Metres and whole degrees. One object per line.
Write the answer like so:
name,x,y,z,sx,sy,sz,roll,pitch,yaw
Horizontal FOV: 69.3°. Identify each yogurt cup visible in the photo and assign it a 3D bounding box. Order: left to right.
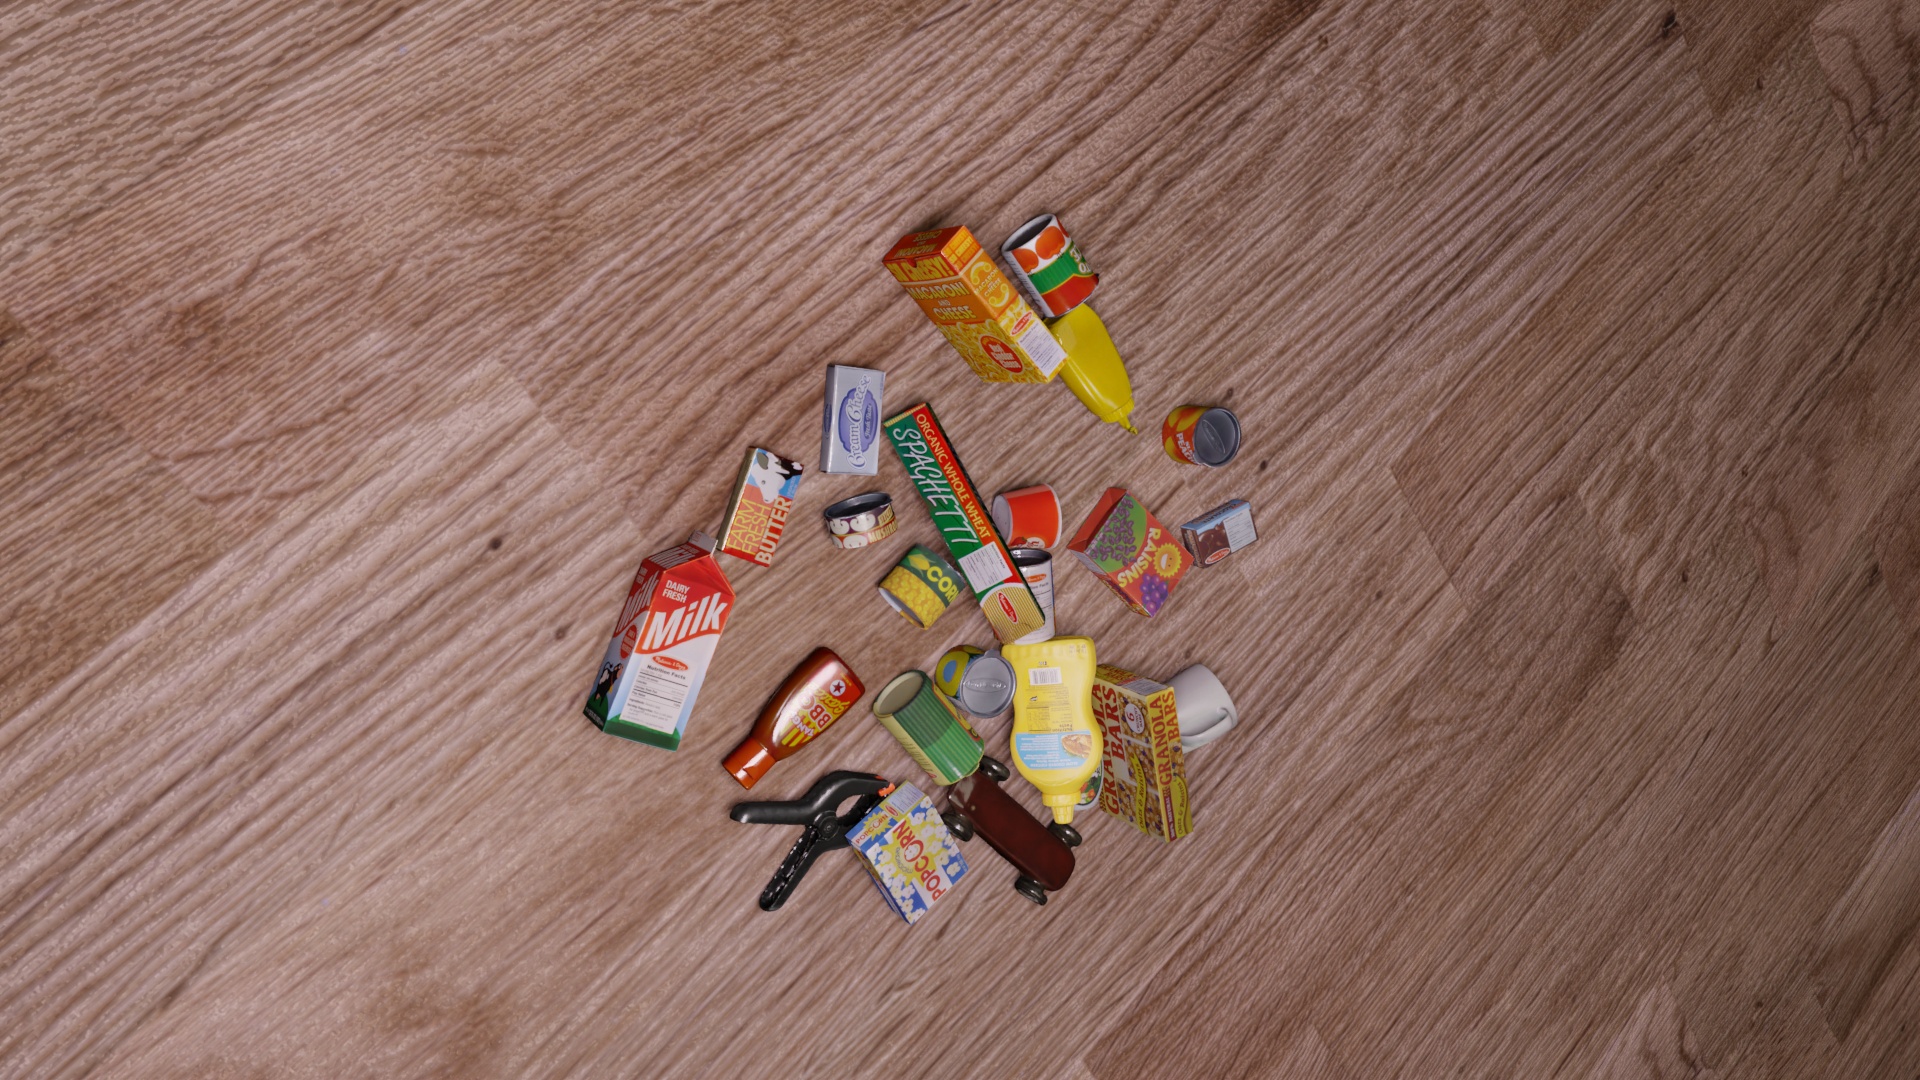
yogurt cup,0.066,-0.023,1.419,0.054,0.072,0.072,-5,99,-20

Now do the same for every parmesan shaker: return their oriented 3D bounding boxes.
parmesan shaker,-0.030,0.187,1.387,0.071,0.071,0.103,-45,115,-16

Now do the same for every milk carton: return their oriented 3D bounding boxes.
milk carton,-0.263,0.083,1.245,0.073,0.072,0.190,22,87,-29

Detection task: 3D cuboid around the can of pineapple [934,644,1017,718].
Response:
can of pineapple,0.016,0.141,1.415,0.071,0.058,0.071,-4,99,-29

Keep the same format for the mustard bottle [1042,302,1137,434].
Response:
mustard bottle,0.141,-0.172,1.449,0.065,0.049,0.159,-42,115,-18

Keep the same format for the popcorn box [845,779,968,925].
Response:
popcorn box,-0.051,0.314,1.393,0.085,0.038,0.126,-40,129,-20

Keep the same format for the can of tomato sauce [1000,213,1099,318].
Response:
can of tomato sauce,0.091,-0.278,1.397,0.071,0.071,0.083,-46,115,-16

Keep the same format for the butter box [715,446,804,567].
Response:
butter box,-0.188,-0.031,1.298,0.053,0.024,0.103,20,86,-29

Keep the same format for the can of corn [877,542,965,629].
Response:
can of corn,-0.037,0.046,1.366,0.058,0.071,0.071,-48,116,-14

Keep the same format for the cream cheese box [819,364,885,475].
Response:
cream cheese box,-0.104,-0.115,1.334,0.053,0.024,0.103,2,95,-29

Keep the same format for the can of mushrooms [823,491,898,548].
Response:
can of mushrooms,-0.093,-0.020,1.327,0.071,0.071,0.033,-23,109,-25

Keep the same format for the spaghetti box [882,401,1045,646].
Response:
spaghetti box,0.005,-0.017,1.362,0.050,0.029,0.249,-28,96,9

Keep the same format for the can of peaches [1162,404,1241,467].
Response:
can of peaches,0.261,-0.113,1.518,0.071,0.058,0.071,-5,100,-29

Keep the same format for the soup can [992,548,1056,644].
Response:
soup can,0.062,0.056,1.425,0.071,0.071,0.083,-12,107,-27

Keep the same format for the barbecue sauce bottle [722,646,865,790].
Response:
barbecue sauce bottle,-0.162,0.173,1.328,0.149,0.043,0.064,-45,116,-16

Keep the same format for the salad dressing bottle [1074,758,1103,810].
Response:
salad dressing bottle,0.122,0.213,1.491,0.064,0.044,0.147,-6,99,-24

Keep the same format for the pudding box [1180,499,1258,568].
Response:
pudding box,0.292,-0.008,1.565,0.084,0.030,0.049,-26,110,-24

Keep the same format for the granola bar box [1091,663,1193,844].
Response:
granola bar box,0.187,0.224,1.482,0.039,0.124,0.165,-16,104,-26

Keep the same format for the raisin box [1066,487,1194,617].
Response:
raisin box,0.185,0.013,1.503,0.123,0.040,0.086,43,75,-27

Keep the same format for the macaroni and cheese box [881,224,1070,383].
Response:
macaroni and cheese box,0.013,-0.221,1.329,0.166,0.123,0.040,47,73,-25
